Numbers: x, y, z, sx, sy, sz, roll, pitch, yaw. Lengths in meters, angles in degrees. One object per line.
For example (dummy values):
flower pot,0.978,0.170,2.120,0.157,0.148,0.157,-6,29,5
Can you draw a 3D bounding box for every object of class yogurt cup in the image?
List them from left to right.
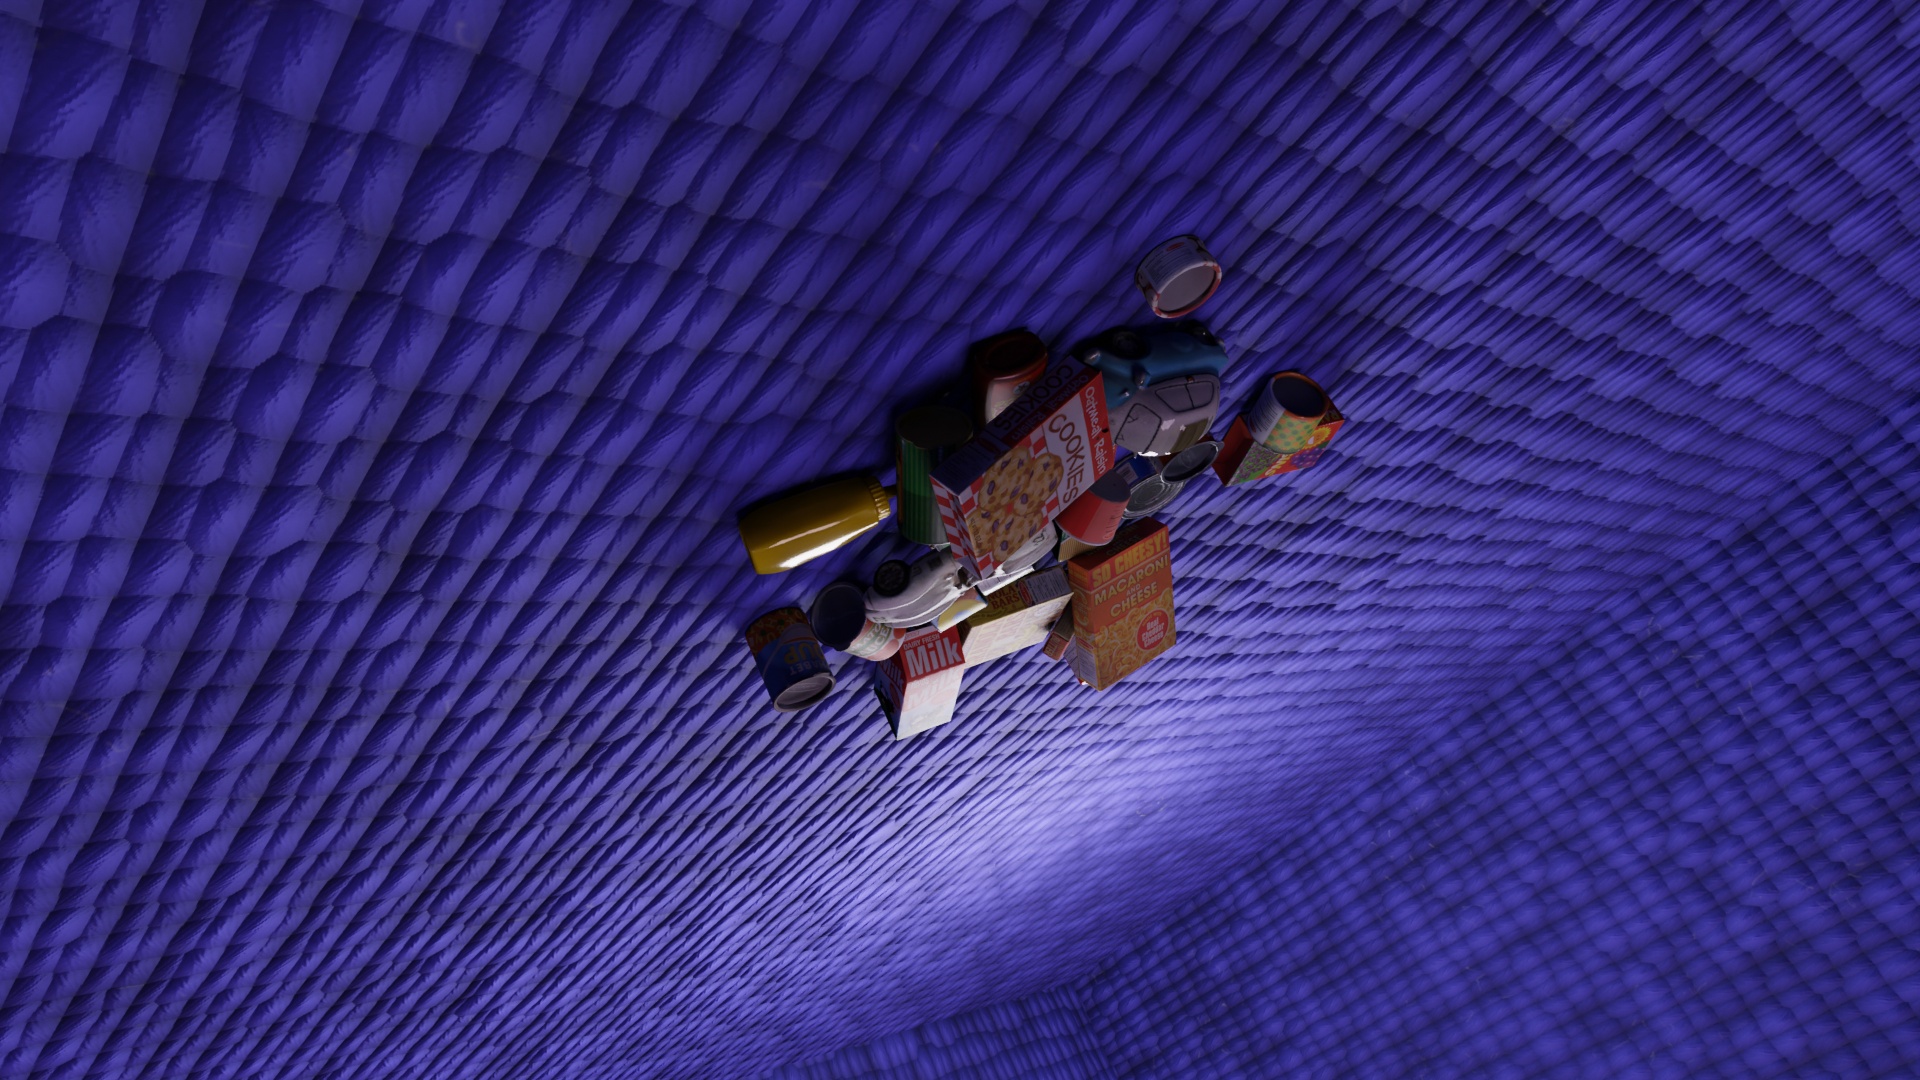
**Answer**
yogurt cup,0.129,-0.037,1.342,0.072,0.072,0.053,-6,138,-36

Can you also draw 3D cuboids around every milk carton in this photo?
milk carton,-0.046,0.143,1.553,0.072,0.074,0.189,-17,151,-19

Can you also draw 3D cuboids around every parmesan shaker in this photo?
parmesan shaker,-0.024,-0.054,1.192,0.071,0.071,0.102,-15,128,-22

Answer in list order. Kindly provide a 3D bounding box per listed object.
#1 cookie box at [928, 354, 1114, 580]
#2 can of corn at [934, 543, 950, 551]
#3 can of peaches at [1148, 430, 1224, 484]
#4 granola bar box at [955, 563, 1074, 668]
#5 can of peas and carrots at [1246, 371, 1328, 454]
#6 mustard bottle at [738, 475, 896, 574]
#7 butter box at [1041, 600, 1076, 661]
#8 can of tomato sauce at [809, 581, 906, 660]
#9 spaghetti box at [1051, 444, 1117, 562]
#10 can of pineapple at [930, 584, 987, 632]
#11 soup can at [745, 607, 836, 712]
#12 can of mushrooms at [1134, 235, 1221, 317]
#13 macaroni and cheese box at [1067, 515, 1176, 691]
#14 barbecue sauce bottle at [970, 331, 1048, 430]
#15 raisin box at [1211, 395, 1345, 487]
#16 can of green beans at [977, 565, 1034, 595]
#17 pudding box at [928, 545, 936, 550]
cookie box,0.057,-0.061,1.179,0.168,0.040,0.122,-41,146,-18
can of corn,-0.010,-0.032,1.287,0.058,0.071,0.071,-29,153,3
can of peaches,0.218,-0.100,1.384,0.071,0.058,0.071,-21,152,-12
granola bar box,0.048,0.089,1.556,0.124,0.039,0.164,-18,161,-17
can of peas and carrots,0.338,-0.132,1.428,0.071,0.071,0.058,-14,150,-25
mustard bottle,-0.114,-0.022,1.227,0.160,0.049,0.065,-22,156,-13
butter box,0.132,0.086,1.608,0.104,0.024,0.053,-55,173,-32
can of tomato sauce,-0.102,0.084,1.402,0.071,0.071,0.083,-35,153,14
spaghetti box,0.123,-0.054,1.409,0.050,0.029,0.248,-20,152,-12
can of pineapple,-0.013,0.052,1.432,0.058,0.071,0.071,-31,153,6
soup can,-0.168,0.117,1.384,0.071,0.084,0.071,-22,153,-12
can of mushrooms,0.184,-0.220,1.168,0.071,0.033,0.070,-22,152,-12
macaroni and cheese box,0.183,0.071,1.569,0.124,0.040,0.165,-28,126,-28
barbecue sauce bottle,0.038,-0.117,1.204,0.065,0.044,0.147,-25,154,-17
raisin box,0.343,-0.108,1.506,0.124,0.040,0.085,-13,149,-24
can of green beans,0.035,0.015,1.409,0.058,0.071,0.071,-28,153,2
pudding box,0.005,-0.017,1.365,0.084,0.030,0.049,-28,152,2
